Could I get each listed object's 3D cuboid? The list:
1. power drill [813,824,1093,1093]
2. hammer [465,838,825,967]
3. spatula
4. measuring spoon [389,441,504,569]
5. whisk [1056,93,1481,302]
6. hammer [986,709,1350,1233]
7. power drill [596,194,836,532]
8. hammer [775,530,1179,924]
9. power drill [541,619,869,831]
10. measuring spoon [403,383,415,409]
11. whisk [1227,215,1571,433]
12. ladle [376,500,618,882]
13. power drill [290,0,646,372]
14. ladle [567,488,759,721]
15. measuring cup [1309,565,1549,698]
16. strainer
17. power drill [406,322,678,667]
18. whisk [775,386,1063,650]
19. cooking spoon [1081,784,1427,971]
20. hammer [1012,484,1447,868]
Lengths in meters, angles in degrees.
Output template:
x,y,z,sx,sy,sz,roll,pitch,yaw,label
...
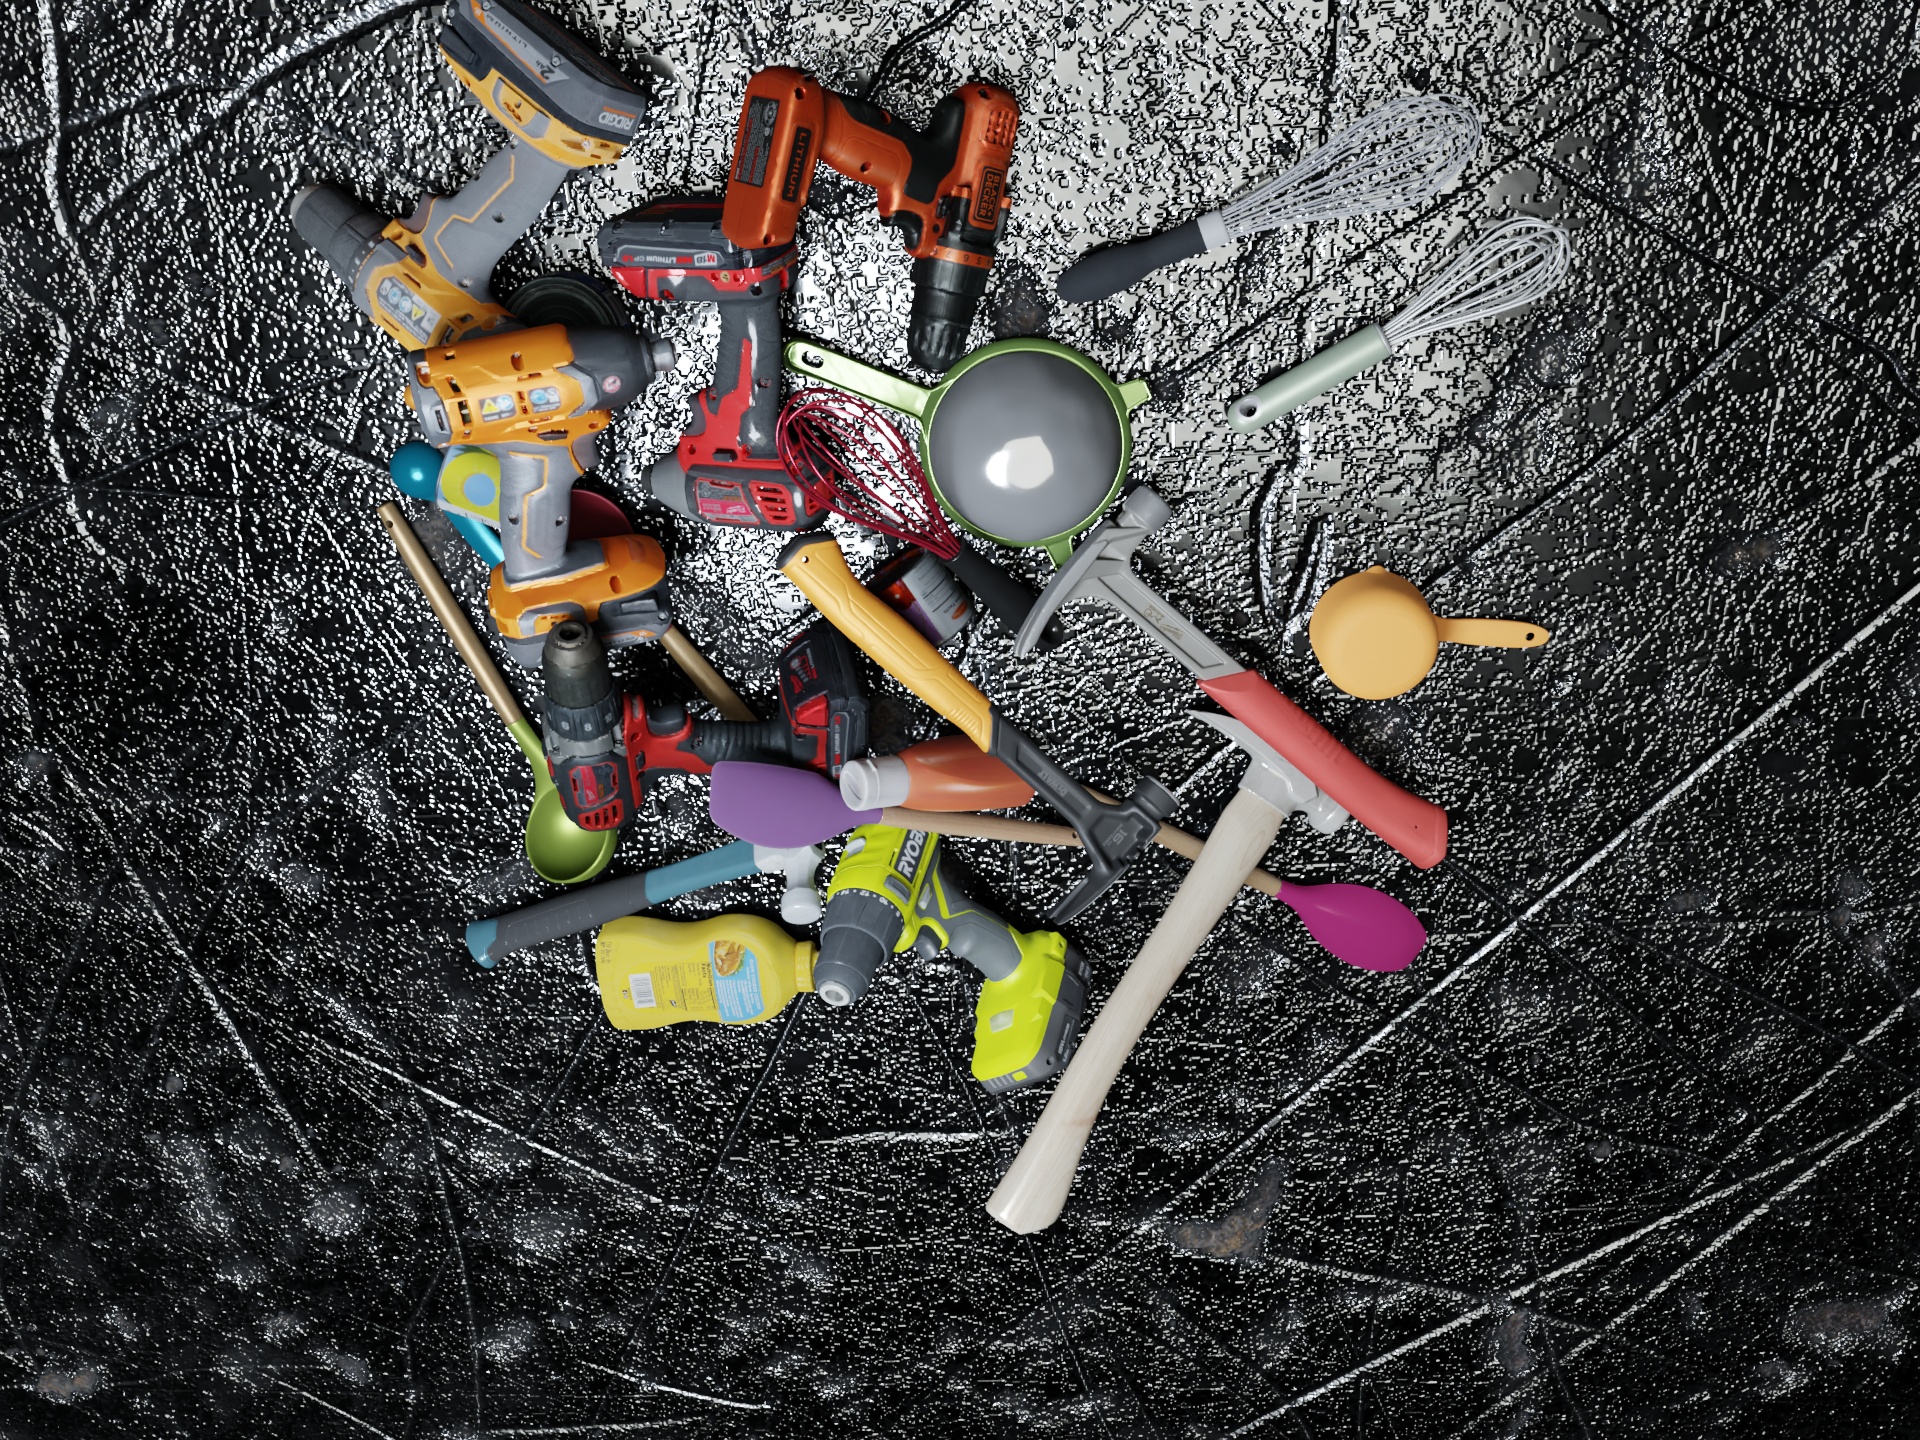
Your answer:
x,y,z,sx,sy,sz,roll,pitch,yaw,label
-0.011,0.181,1.207,0.080,0.191,0.228,-29,118,37,power drill
-0.253,0.135,1.246,0.331,0.128,0.033,-19,143,21,hammer
-0.038,0.074,1.176,0.315,0.018,0.060,8,75,-30,spatula
-0.366,-0.146,1.158,0.042,0.021,0.128,-34,108,17,measuring spoon
0.195,-0.330,1.032,0.284,0.070,0.070,-19,113,17,whisk
0.133,0.190,1.187,0.146,0.038,0.410,34,84,-12,hammer
-0.166,-0.234,1.073,0.143,0.078,0.219,7,122,22,power drill
-0.002,-0.004,1.116,0.336,0.034,0.127,43,88,-14,hammer
-0.183,-0.009,1.123,0.226,0.080,0.187,-9,140,-12,power drill
-0.340,-0.245,1.117,0.117,0.011,0.021,-20,113,10,measuring spoon
0.290,-0.260,1.066,0.246,0.059,0.058,-28,74,18,whisk
-0.355,-0.017,1.201,0.078,0.062,0.320,-20,110,17,ladle
-0.325,-0.349,1.022,0.185,0.084,0.226,40,112,9,power drill
-0.204,-0.048,1.195,0.069,0.031,0.315,-35,111,11,ladle
0.343,-0.057,1.150,0.173,0.052,0.095,3,115,3,measuring cup
-0.004,-0.201,1.090,0.256,0.069,0.151,20,114,-8,strainer
-0.254,-0.155,1.052,0.164,0.084,0.226,-14,132,-11,power drill
-0.017,-0.128,1.088,0.073,0.073,0.295,-37,132,18,whisk
0.228,0.122,1.258,0.318,0.017,0.068,26,113,-10,cooking spoon
0.213,-0.002,1.156,0.359,0.037,0.149,39,93,-13,hammer
